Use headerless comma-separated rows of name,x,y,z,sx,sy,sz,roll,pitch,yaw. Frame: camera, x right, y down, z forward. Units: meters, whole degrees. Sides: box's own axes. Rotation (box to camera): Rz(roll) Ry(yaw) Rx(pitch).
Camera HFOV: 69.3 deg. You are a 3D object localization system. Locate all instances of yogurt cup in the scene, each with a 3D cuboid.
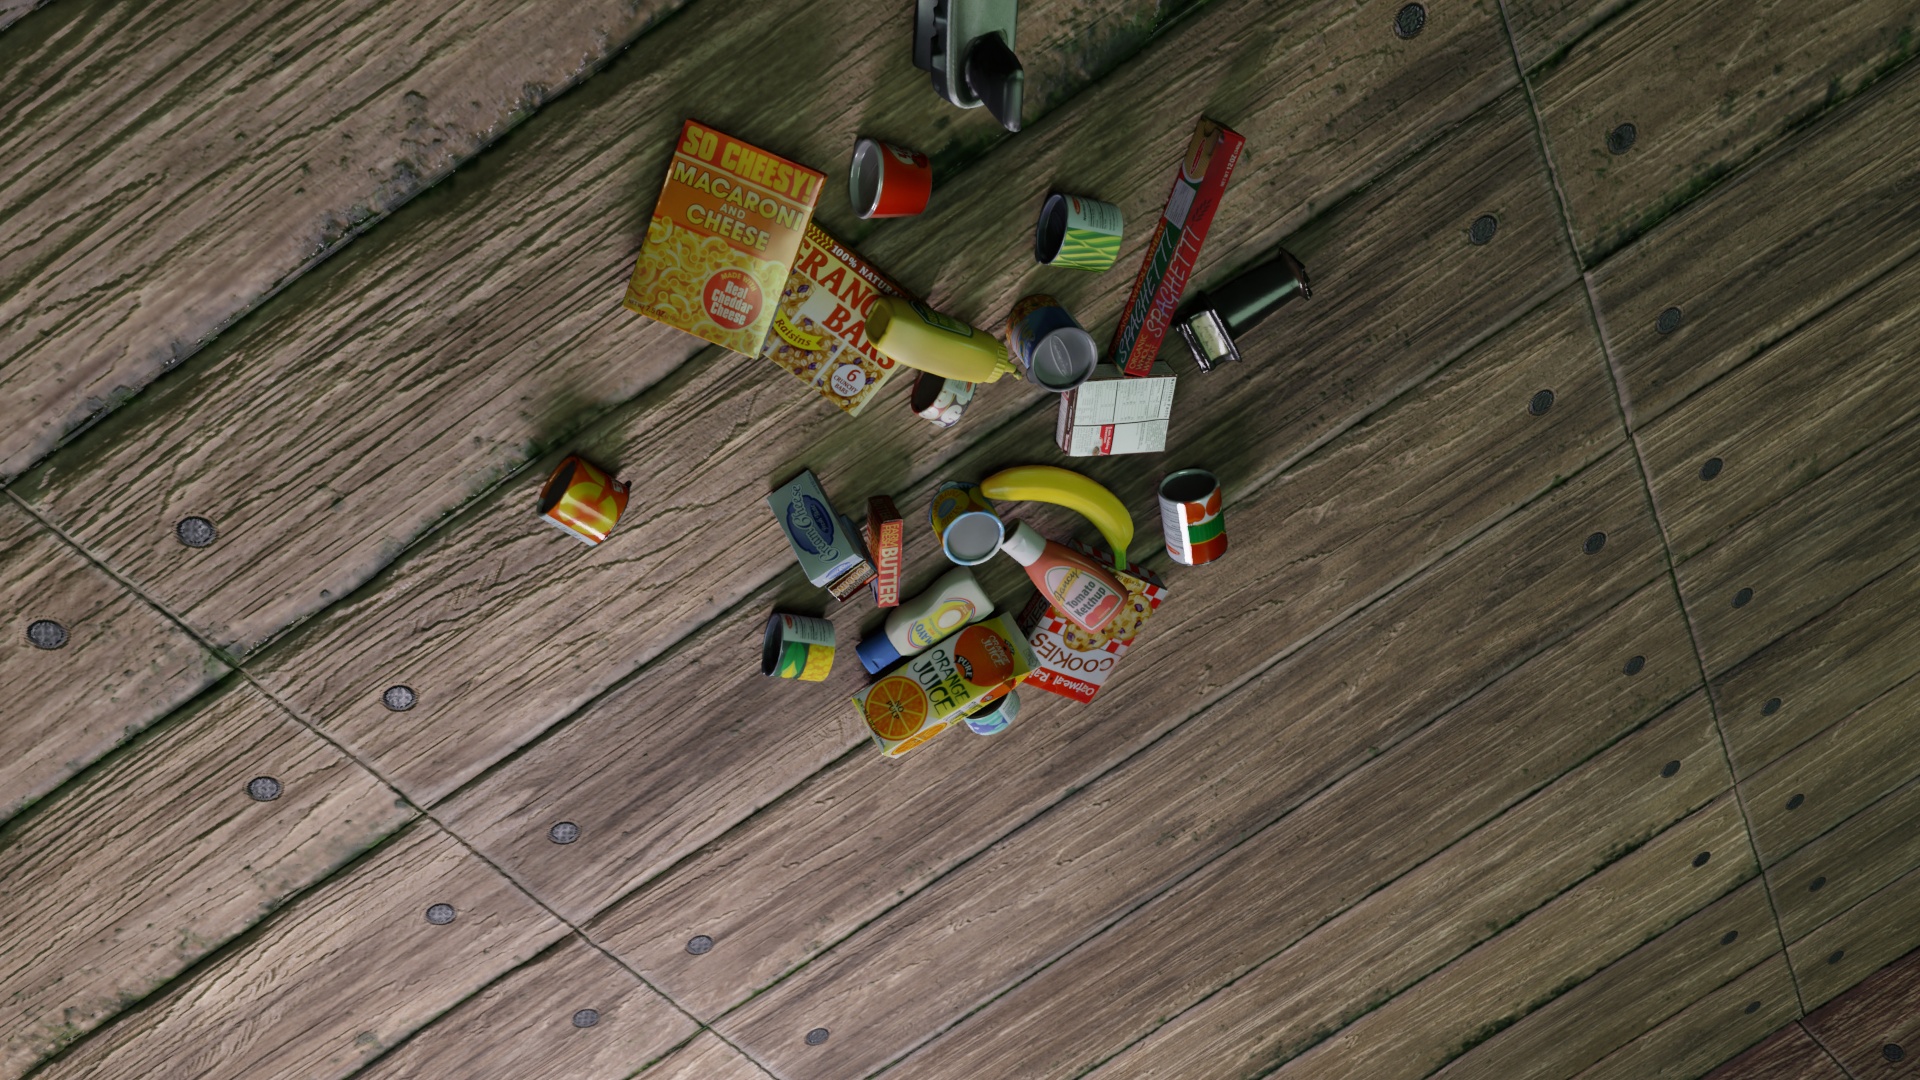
yogurt cup,-0.060,-0.311,1.203,0.054,0.072,0.072,-1,121,-27

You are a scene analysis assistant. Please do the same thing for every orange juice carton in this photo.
orange juice carton,-0.013,0.154,1.490,0.193,0.072,0.073,-31,164,2

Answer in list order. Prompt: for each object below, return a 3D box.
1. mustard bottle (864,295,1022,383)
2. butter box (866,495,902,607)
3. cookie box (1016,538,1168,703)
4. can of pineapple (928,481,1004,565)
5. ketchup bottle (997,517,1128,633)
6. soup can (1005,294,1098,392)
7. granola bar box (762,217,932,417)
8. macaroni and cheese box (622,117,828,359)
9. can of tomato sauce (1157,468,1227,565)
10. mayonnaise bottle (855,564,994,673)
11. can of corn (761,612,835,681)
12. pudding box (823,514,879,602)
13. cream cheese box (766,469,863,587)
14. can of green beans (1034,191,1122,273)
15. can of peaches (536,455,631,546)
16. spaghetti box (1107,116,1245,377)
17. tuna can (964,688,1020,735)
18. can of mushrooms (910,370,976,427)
mustard bottle,-0.008,-0.175,1.259,0.160,0.065,0.048,14,118,-33
butter box,-0.078,0.011,1.405,0.024,0.053,0.103,-6,123,-17
cookie box,0.132,0.093,1.534,0.123,0.040,0.167,21,112,-28
can of pineapple,0.005,-0.018,1.412,0.071,0.058,0.070,-8,123,-13
ketchup bottle,0.103,0.033,1.444,0.148,0.044,0.064,38,106,-21
soup can,0.082,-0.187,1.315,0.071,0.084,0.071,-8,123,-13
granola bar box,-0.122,-0.207,1.261,0.165,0.039,0.124,34,105,-32
macaroni and cheese box,-0.199,-0.254,1.175,0.124,0.040,0.166,21,106,-7
can of tomato sauce,0.250,-0.026,1.484,0.071,0.071,0.082,-19,124,-6
mayonnaise bottle,-0.040,0.088,1.473,0.148,0.041,0.064,-33,128,3
can of corn,-0.167,0.112,1.431,0.058,0.071,0.071,9,118,-24
pudding box,-0.116,0.017,1.378,0.049,0.084,0.030,-37,128,6
cream cheese box,-0.142,-0.011,1.344,0.053,0.104,0.024,-33,159,6
can of green beans,0.109,-0.282,1.275,0.058,0.071,0.071,5,119,-22
can of peaches,-0.346,-0.039,1.277,0.058,0.071,0.071,33,106,-31
spaghetti box,0.202,-0.274,1.321,0.029,0.050,0.248,9,118,-22
tuna can,0.029,0.181,1.541,0.071,0.071,0.032,-31,127,3
can of mushrooms,-0.018,-0.142,1.322,0.033,0.071,0.071,23,111,-29
